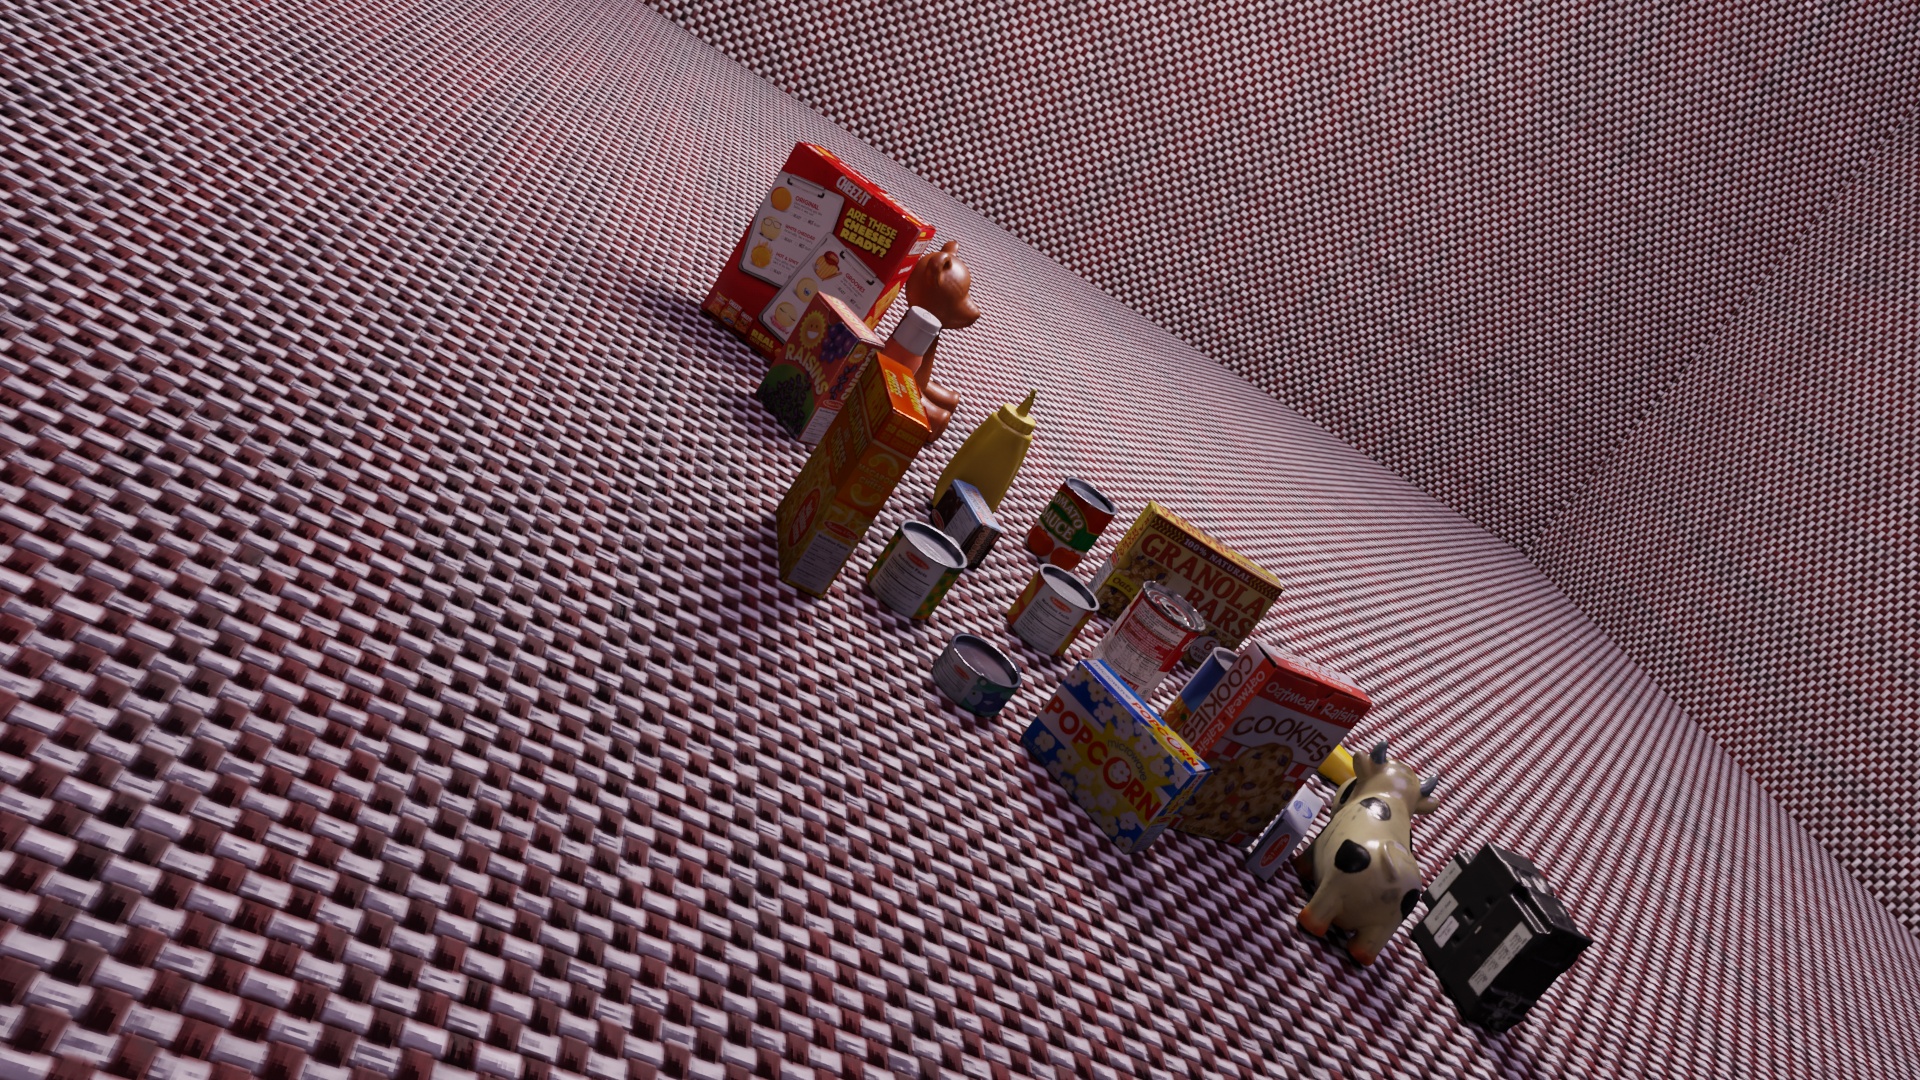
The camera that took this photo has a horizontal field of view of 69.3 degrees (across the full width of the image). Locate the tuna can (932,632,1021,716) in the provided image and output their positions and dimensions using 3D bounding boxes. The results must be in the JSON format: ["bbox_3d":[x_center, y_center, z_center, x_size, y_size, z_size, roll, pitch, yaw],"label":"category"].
[{"bbox_3d":[0.014,0.106,1.099,0.071,0.032,0.071,31,20,-12],"label":"tuna can"}]

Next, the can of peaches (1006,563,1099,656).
[{"bbox_3d":[0.085,0.064,1.278,0.071,0.058,0.071,31,19,-12],"label":"can of peaches"}]

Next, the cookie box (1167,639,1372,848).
[{"bbox_3d":[0.234,0.167,1.115,0.123,0.167,0.040,21,23,-35],"label":"cookie box"}]

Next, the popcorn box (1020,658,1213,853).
[{"bbox_3d":[0.116,0.162,1.057,0.127,0.085,0.038,45,21,28],"label":"popcorn box"}]

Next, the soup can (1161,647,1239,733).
[{"bbox_3d":[0.237,0.153,1.281,0.071,0.083,0.071,31,19,-12],"label":"soup can"}]

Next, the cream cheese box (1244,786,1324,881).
[{"bbox_3d":[0.273,0.245,1.168,0.024,0.053,0.104,40,20,15],"label":"cream cheese box"}]

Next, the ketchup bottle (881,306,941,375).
[{"bbox_3d":[-0.073,-0.170,1.431,0.043,0.148,0.065,33,19,-6],"label":"ketchup bottle"}]

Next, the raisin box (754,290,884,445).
[{"bbox_3d":[-0.139,-0.167,1.355,0.040,0.123,0.086,12,30,-50],"label":"raisin box"}]

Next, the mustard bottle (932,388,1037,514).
[{"bbox_3d":[0.034,-0.087,1.394,0.065,0.159,0.049,29,20,-18],"label":"mustard bottle"}]

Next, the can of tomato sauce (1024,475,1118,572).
[{"bbox_3d":[0.116,-0.017,1.482,0.071,0.083,0.071,31,19,-12],"label":"can of tomato sauce"}]

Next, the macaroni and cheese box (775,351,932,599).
[{"bbox_3d":[-0.088,-0.054,1.105,0.040,0.166,0.124,27,20,-22],"label":"macaroni and cheese box"}]

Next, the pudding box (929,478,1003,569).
[{"bbox_3d":[0.005,-0.017,1.349,0.030,0.049,0.084,22,23,-33],"label":"pudding box"}]

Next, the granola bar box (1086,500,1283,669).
[{"bbox_3d":[0.232,0.052,1.448,0.165,0.123,0.039,30,19,-14],"label":"granola bar box"}]

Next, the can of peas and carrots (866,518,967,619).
[{"bbox_3d":[-0.036,0.024,1.171,0.071,0.058,0.071,31,19,-12],"label":"can of peas and carrots"}]
